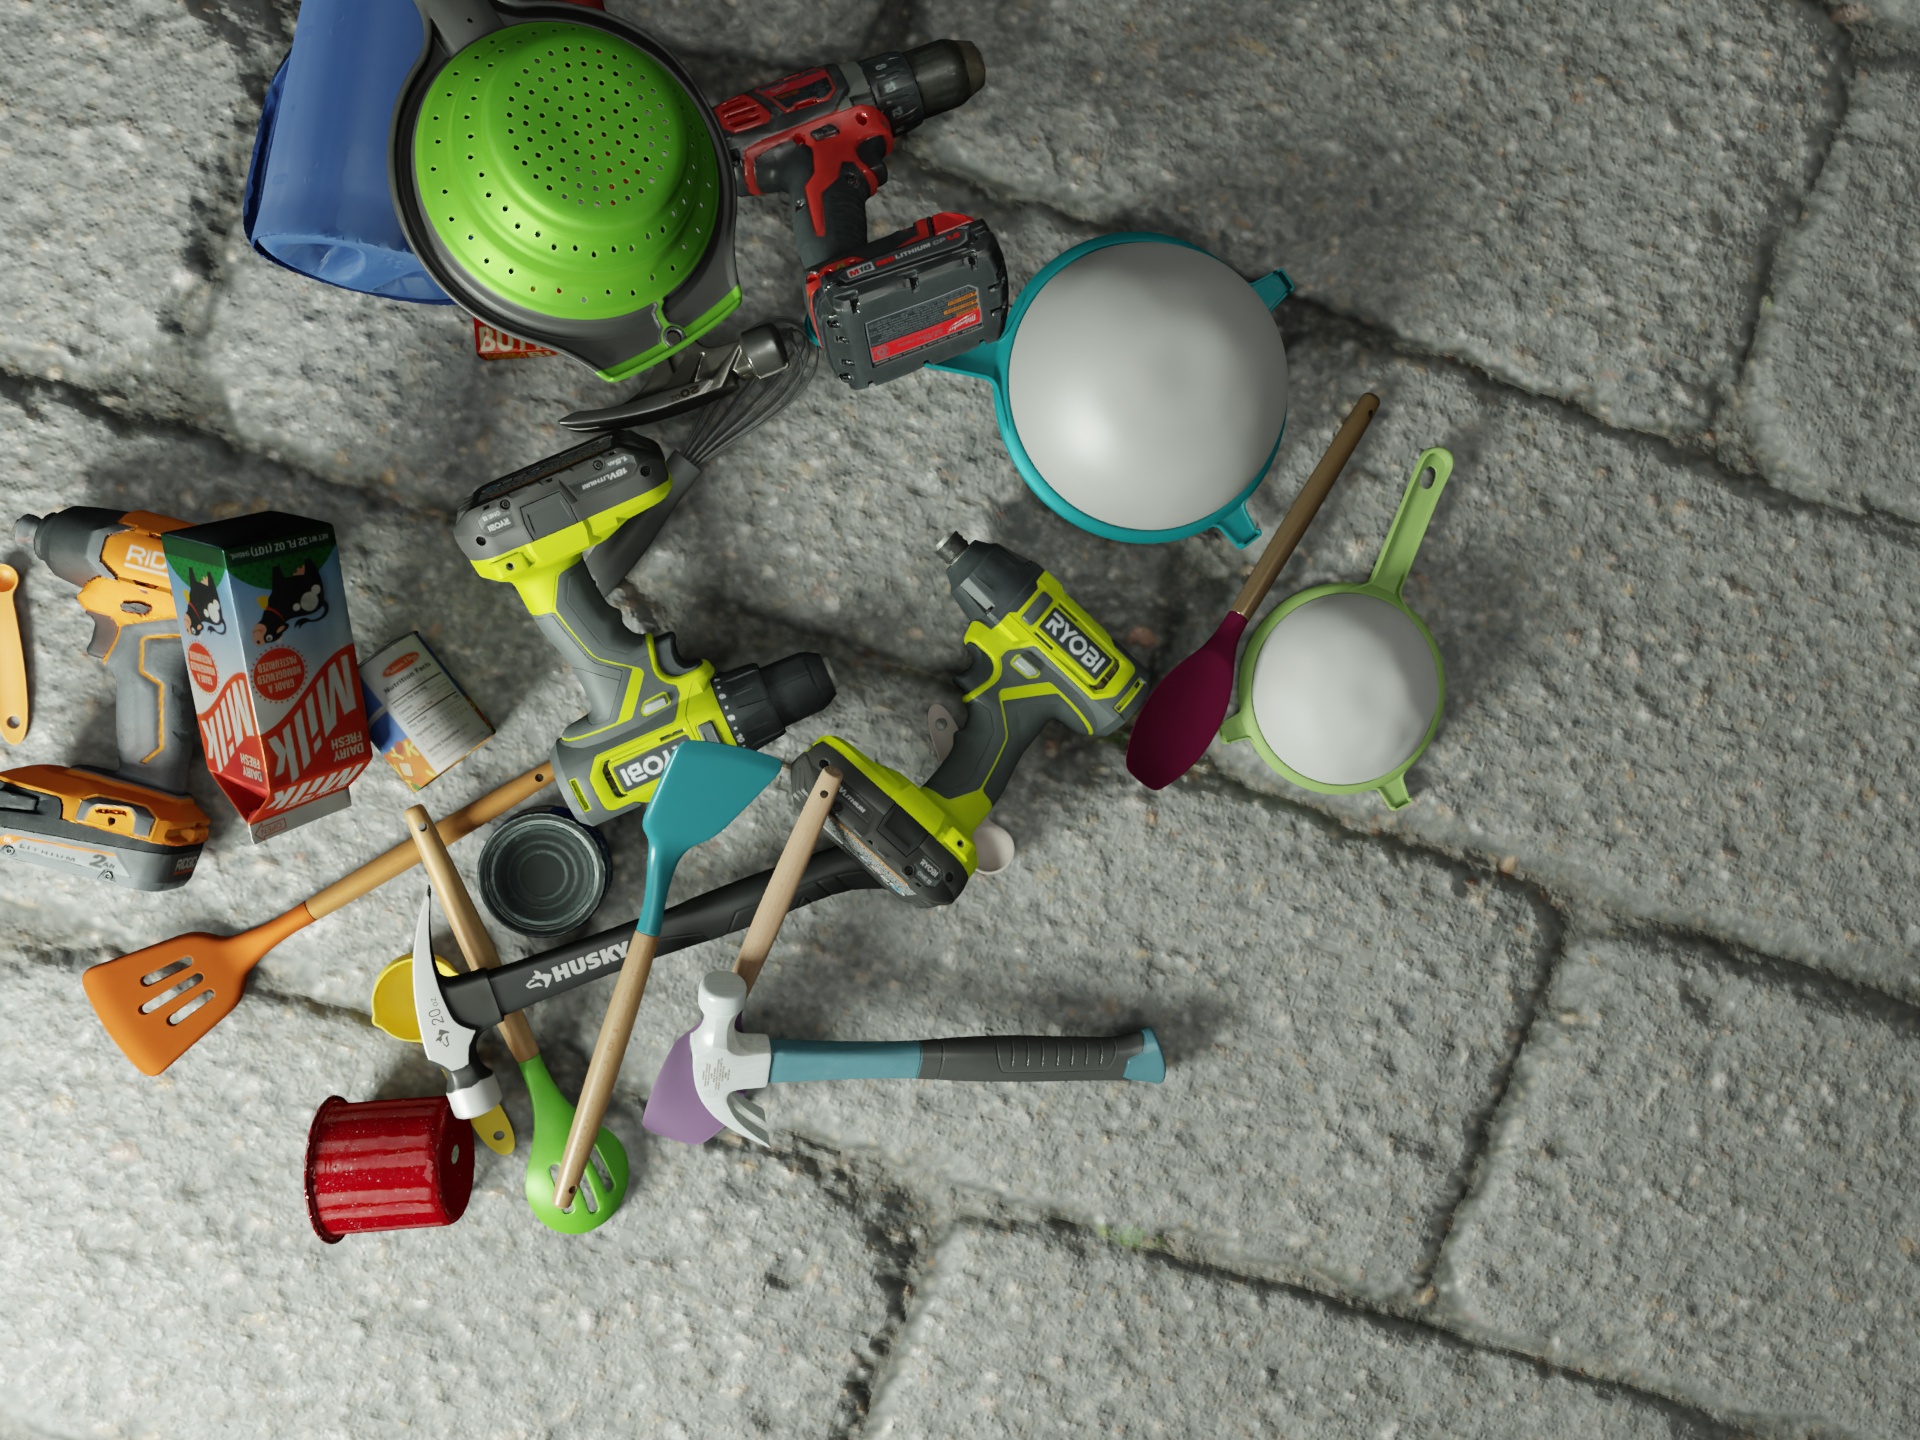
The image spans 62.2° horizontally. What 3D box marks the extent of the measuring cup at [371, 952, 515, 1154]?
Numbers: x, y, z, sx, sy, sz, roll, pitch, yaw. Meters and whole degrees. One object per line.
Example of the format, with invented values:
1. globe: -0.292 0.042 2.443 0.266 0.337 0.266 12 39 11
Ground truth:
1. measuring cup: -0.340 0.224 1.065 0.062 0.029 0.156 -28 108 -13

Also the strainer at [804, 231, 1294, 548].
1. strainer: 0.073 -0.233 1.027 0.340 0.095 0.211 8 90 -15

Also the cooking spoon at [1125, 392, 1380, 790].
1. cooking spoon: 0.204 -0.093 1.093 0.068 0.017 0.319 37 82 -34

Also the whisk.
1. whisk: -0.178 -0.168 1.050 0.055 0.055 0.239 39 93 -7

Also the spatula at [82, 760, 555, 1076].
1. spatula: -0.404 0.113 1.039 0.322 0.041 0.081 -31 95 -5

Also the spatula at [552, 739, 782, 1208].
1. spatula: -0.200 0.161 1.000 0.082 0.044 0.317 15 94 -46

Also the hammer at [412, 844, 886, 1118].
1. hammer: -0.190 0.132 1.041 0.334 0.035 0.146 -19 101 -15

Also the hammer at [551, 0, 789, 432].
1. hammer: -0.229 -0.368 1.012 0.149 0.036 0.359 -17 88 3

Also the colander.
1. colander: -0.263 -0.389 0.893 0.204 0.094 0.397 -37 102 -18

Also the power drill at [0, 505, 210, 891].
1. power drill: -0.532 -0.021 0.999 0.164 0.084 0.226 16 87 -7

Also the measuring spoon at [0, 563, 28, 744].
1. measuring spoon: -0.611 -0.042 1.024 0.021 0.011 0.117 -1 97 -6

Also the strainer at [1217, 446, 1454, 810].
1. strainer: 0.292 -0.069 1.094 0.151 0.069 0.256 22 92 -7

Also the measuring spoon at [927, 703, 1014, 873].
1. measuring spoon: 0.004 0.047 1.099 0.034 0.018 0.124 -21 89 -5

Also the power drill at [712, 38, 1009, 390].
1. power drill: -0.043 -0.334 1.001 0.188 0.080 0.227 -22 62 -6

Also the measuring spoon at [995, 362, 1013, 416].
1. measuring spoon: 0.083 -0.214 1.092 0.128 0.021 0.042 12 88 -16

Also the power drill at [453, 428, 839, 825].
1. power drill: -0.199 -0.063 1.017 0.190 0.080 0.228 -24 112 -4

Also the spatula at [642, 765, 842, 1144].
1. spatula: -0.135 0.160 1.025 0.059 0.018 0.315 20 116 -9

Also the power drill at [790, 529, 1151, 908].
1. power drill: -0.002 -0.003 1.047 0.171 0.080 0.223 43 73 -7

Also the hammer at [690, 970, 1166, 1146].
1. hammer: -0.015 0.226 1.066 0.331 0.033 0.128 3 120 -16

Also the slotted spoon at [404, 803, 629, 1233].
1. slotted spoon: -0.297 0.200 1.049 0.070 0.031 0.313 -25 99 -25
